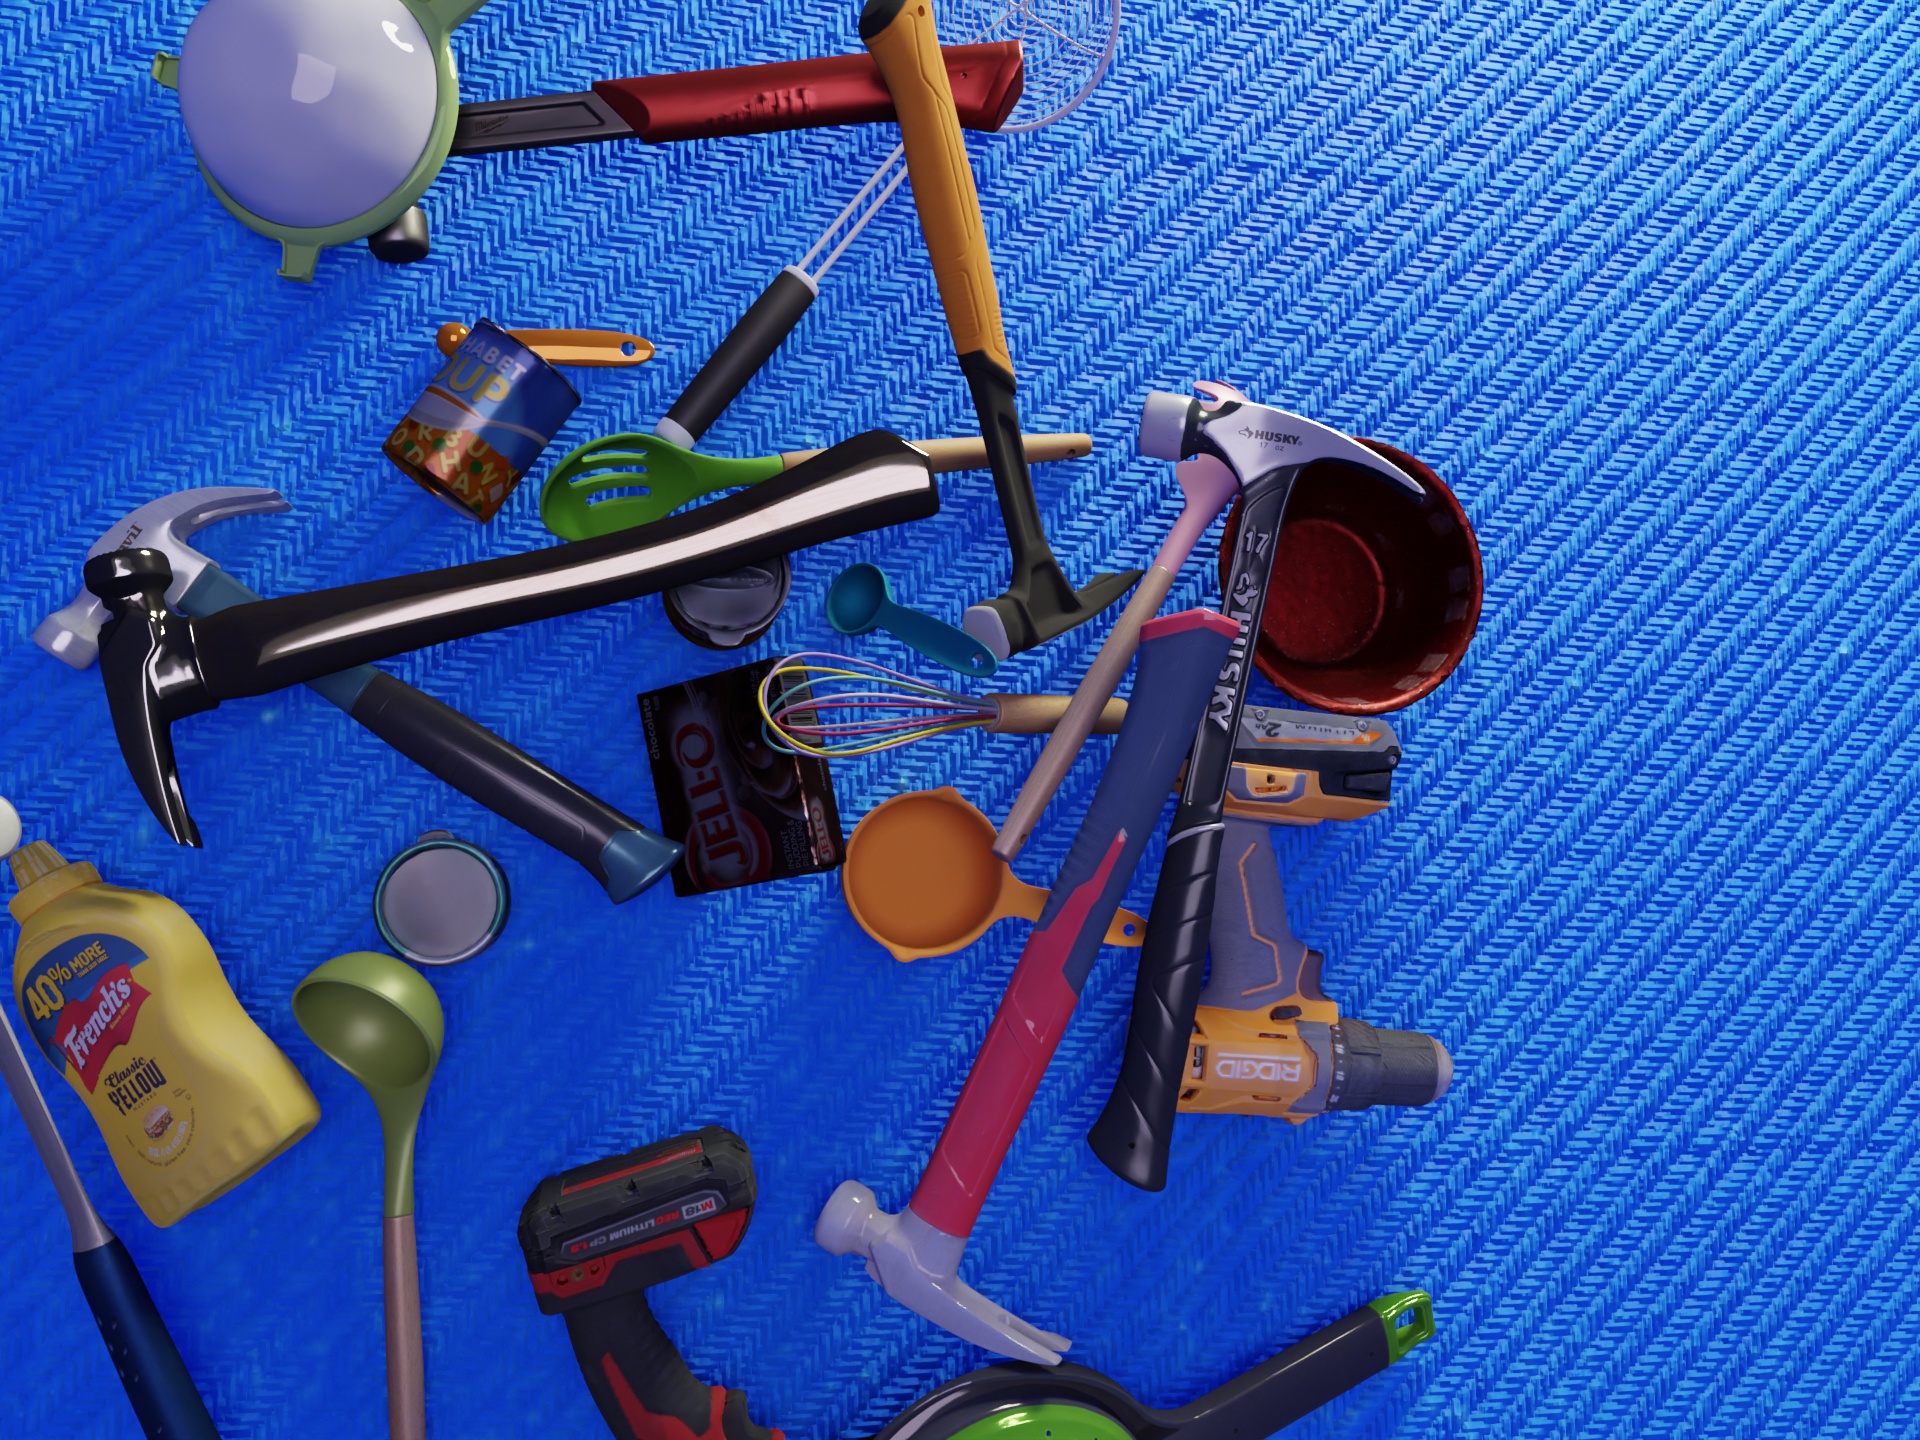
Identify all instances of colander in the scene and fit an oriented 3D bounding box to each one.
[{"bbox_3d":[0.106,0.404,0.807,0.397,0.095,0.204,-20,108,-20],"label":"colander"}]

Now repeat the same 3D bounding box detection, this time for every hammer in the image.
[{"bbox_3d":[-0.414,0.236,0.748,0.035,0.144,0.405,-30,101,-56],"label":"hammer"},{"bbox_3d":[0.062,0.129,0.801,0.143,0.038,0.386,26,97,16],"label":"hammer"},{"bbox_3d":[0.014,-0.207,0.832,0.127,0.034,0.336,-28,109,-43],"label":"hammer"},{"bbox_3d":[-0.207,-0.059,0.790,0.410,0.038,0.146,-15,85,-8],"label":"hammer"},{"bbox_3d":[-0.146,-0.336,0.848,0.359,0.036,0.149,-5,86,2],"label":"hammer"},{"bbox_3d":[0.131,0.040,0.824,0.149,0.036,0.409,11,91,12],"label":"hammer"},{"bbox_3d":[-0.292,-0.005,0.811,0.331,0.033,0.128,32,78,-1],"label":"hammer"}]

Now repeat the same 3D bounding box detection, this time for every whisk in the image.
[{"bbox_3d":[-0.001,-0.001,0.833,0.244,0.047,0.051,1,116,-39],"label":"whisk"}]

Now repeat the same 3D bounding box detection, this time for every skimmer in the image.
[{"bbox_3d":[-0.049,-0.297,0.874,0.127,0.090,0.363,38,78,-6],"label":"skimmer"}]

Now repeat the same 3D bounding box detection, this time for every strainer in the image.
[{"bbox_3d":[-0.295,-0.353,0.801,0.256,0.069,0.151,-35,83,7],"label":"strainer"}]

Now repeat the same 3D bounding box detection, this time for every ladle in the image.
[{"bbox_3d":[-0.285,0.274,0.785,0.078,0.062,0.320,-4,88,23],"label":"ladle"}]

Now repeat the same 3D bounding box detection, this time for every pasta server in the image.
[{"bbox_3d":[0.093,-0.060,0.872,0.060,0.040,0.316,47,66,-41],"label":"pasta server"}]

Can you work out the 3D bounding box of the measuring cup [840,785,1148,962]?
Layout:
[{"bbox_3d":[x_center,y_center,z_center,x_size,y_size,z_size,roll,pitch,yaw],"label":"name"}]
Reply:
[{"bbox_3d":[0.018,0.094,0.865,0.173,0.052,0.095,16,82,-9],"label":"measuring cup"}]

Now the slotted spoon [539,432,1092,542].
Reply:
[{"bbox_3d":[-0.074,-0.140,0.880,0.313,0.070,0.031,-8,48,-17],"label":"slotted spoon"}]

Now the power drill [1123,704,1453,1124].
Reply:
[{"bbox_3d":[0.192,0.110,0.887,0.185,0.084,0.226,6,87,-10],"label":"power drill"}]

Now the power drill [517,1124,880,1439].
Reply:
[{"bbox_3d":[-0.116,0.327,0.804,0.188,0.080,0.227,-15,90,-12],"label":"power drill"}]

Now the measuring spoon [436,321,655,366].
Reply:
[{"bbox_3d":[-0.226,-0.206,0.869,0.117,0.011,0.021,1,84,-11],"label":"measuring spoon"}]

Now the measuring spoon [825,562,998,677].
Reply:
[{"bbox_3d":[-0.023,-0.048,0.854,0.129,0.021,0.042,29,91,37],"label":"measuring spoon"}]
